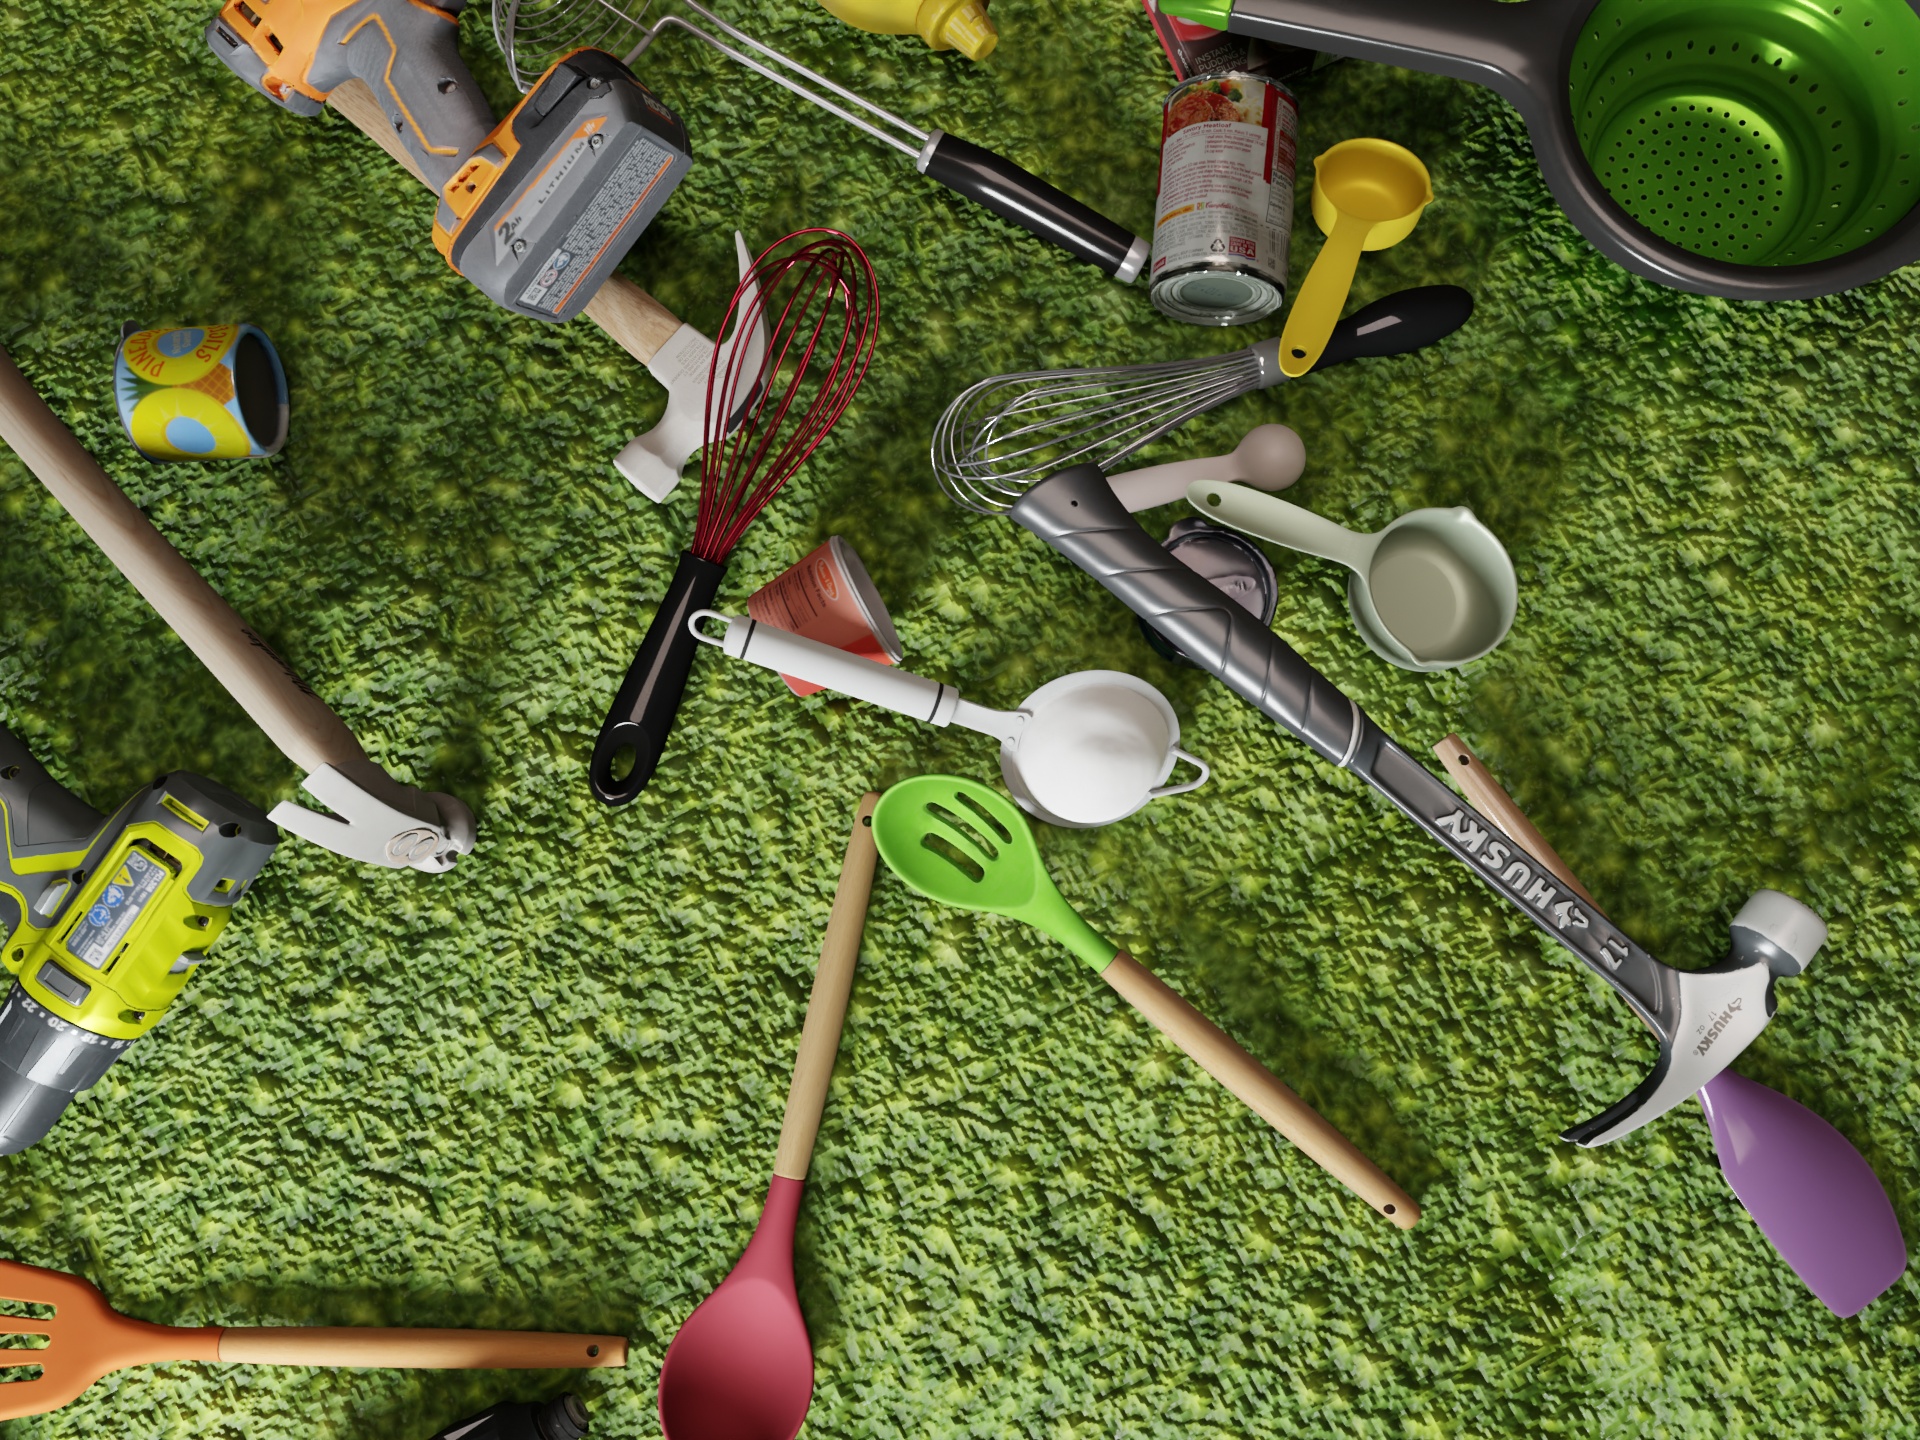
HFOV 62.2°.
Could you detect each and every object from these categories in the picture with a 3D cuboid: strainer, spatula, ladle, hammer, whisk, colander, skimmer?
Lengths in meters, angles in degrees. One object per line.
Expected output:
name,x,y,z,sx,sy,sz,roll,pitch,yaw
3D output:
strainer,-0.001,-0.002,0.731,0.258,0.050,0.086,19,116,-9
spatula,0.326,0.133,0.742,0.060,0.018,0.316,-37,83,-7
ladle,-0.075,0.186,0.742,0.069,0.031,0.315,13,80,1
spatula,-0.315,0.285,0.725,0.322,0.041,0.081,1,67,0
hammer,-0.392,-0.085,0.748,0.411,0.146,0.038,44,85,12
hammer,-0.231,-0.262,0.816,0.331,0.031,0.130,41,85,8
whisk,0.121,-0.167,0.779,0.284,0.070,0.070,-19,81,-6
colander,0.291,-0.301,0.777,0.397,0.094,0.204,15,82,7
skimmer,-0.071,-0.315,0.821,0.363,0.090,0.127,27,89,-5
hammer,0.188,0.023,0.726,0.409,0.036,0.149,40,83,4
whisk,-0.114,-0.095,0.760,0.073,0.073,0.296,24,95,5

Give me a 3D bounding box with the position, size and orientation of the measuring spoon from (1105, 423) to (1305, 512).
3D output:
measuring spoon,0.112,-0.122,0.789,0.124,0.018,0.034,-14,81,0

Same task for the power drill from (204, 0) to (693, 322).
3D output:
power drill,-0.237,-0.318,0.753,0.226,0.084,0.164,44,104,10

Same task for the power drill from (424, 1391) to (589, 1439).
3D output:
power drill,-0.191,0.421,0.684,0.171,0.080,0.223,-35,79,-4

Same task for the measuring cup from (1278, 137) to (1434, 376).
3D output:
measuring cup,0.184,-0.221,0.780,0.062,0.029,0.157,22,67,10

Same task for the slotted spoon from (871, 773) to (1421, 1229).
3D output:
slotted spoon,0.088,0.130,0.743,0.314,0.031,0.070,40,118,4

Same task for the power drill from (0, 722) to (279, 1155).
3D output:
power drill,-0.465,0.072,0.748,0.228,0.080,0.190,33,84,4

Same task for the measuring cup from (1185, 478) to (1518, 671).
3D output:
measuring cup,0.181,-0.076,0.759,0.167,0.038,0.083,20,77,-4
